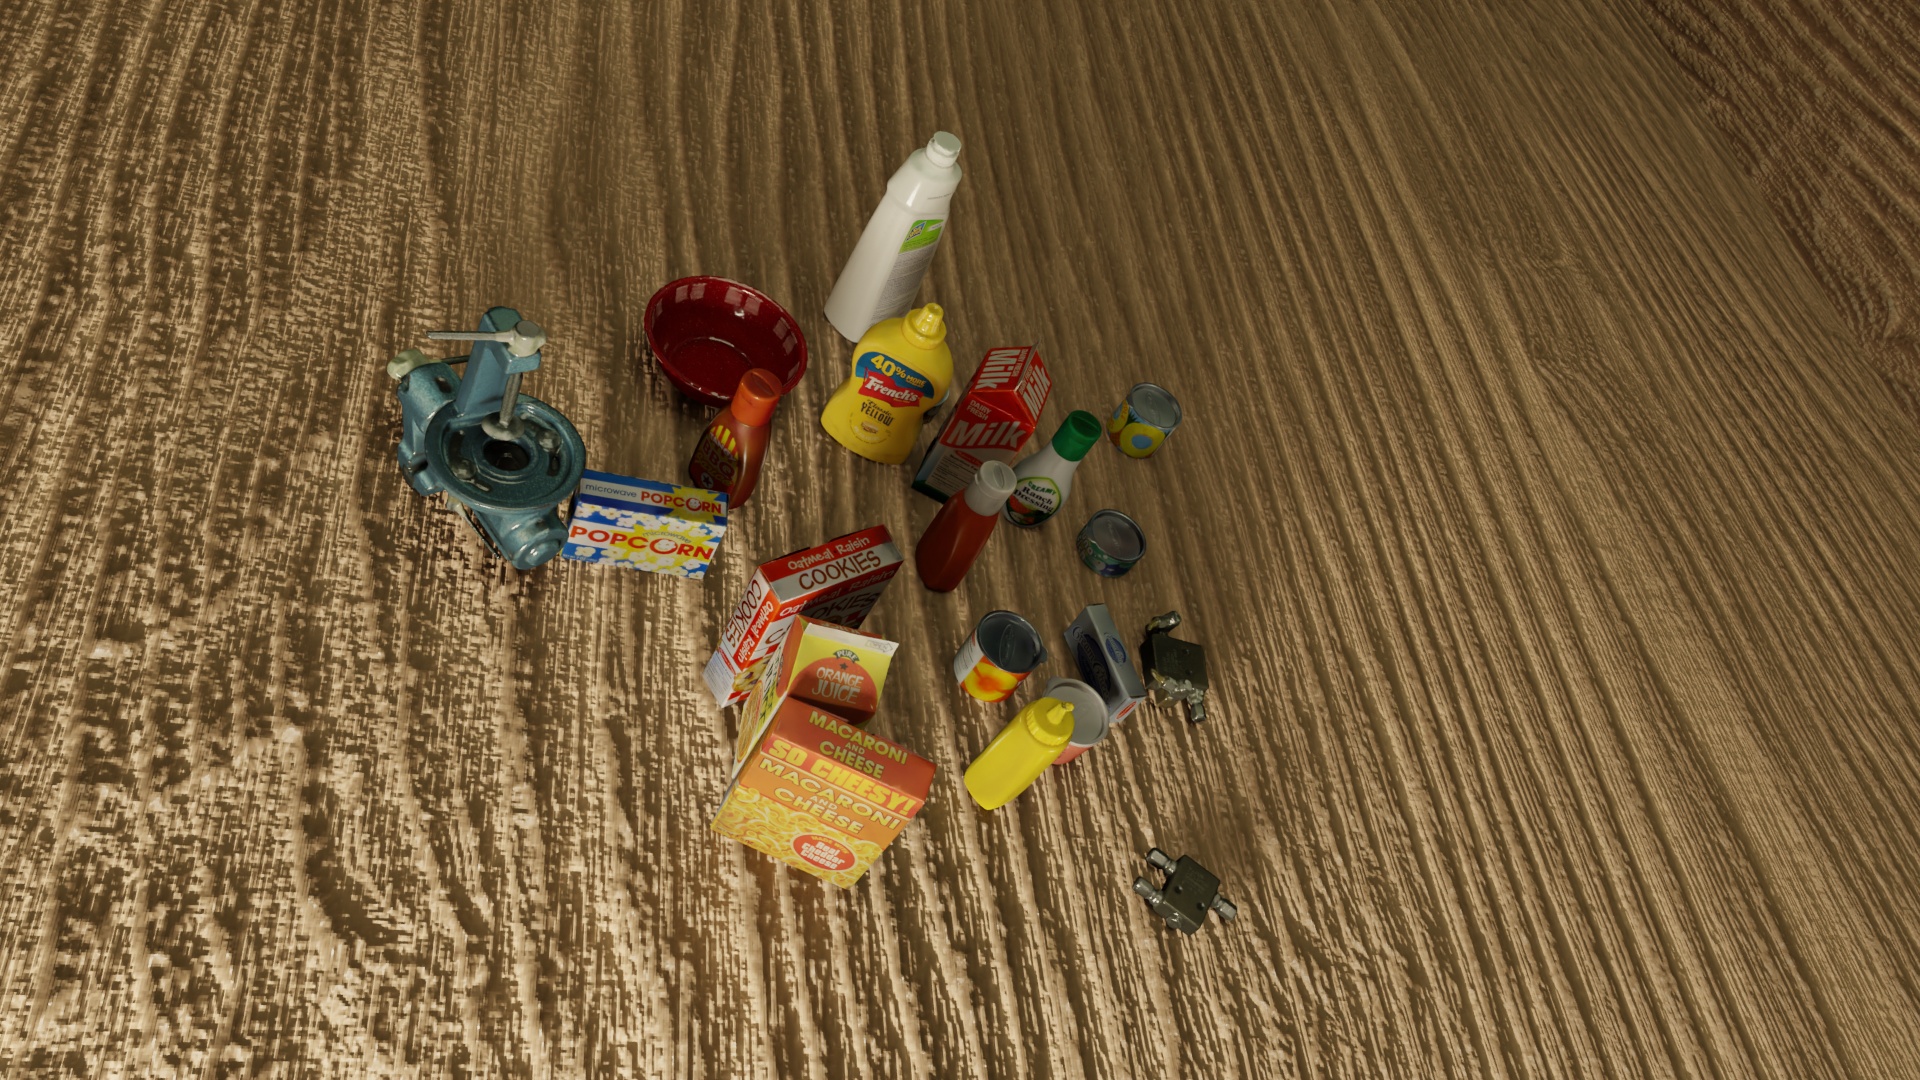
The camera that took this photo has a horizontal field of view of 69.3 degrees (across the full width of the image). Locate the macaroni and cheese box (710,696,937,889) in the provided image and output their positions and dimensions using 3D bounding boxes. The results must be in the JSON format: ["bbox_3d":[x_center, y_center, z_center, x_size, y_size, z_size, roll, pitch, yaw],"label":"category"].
[{"bbox_3d":[-0.107,0.193,1.051,0.124,0.165,0.040,26,47,-8],"label":"macaroni and cheese box"}]

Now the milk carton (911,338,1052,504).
[{"bbox_3d":[0.028,-0.114,1.347,0.073,0.189,0.073,28,47,-6],"label":"milk carton"}]

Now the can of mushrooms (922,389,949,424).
[{"bbox_3d":[-0.048,-0.153,1.444,0.071,0.033,0.071,15,50,-18],"label":"can of mushrooms"}]

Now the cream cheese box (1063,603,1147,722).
[{"bbox_3d":[0.136,0.117,1.319,0.024,0.053,0.104,-4,58,-31],"label":"cream cheese box"}]

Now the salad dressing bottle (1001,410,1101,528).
[{"bbox_3d":[0.090,-0.071,1.376,0.064,0.147,0.044,27,47,-8],"label":"salad dressing bottle"}]

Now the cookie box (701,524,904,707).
[{"bbox_3d":[-0.131,0.062,1.140,0.123,0.166,0.040,-20,67,-38],"label":"cookie box"}]

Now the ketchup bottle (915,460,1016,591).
[{"bbox_3d":[0.005,-0.016,1.287,0.043,0.148,0.065,7,53,-24],"label":"ketchup bottle"}]

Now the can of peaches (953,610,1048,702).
[{"bbox_3d":[0.036,0.108,1.269,0.071,0.057,0.071,15,50,-18],"label":"can of peaches"}]

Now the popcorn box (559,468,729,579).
[{"bbox_3d":[-0.269,-0.013,1.180,0.127,0.084,0.038,10,51,-22],"label":"popcorn box"}]

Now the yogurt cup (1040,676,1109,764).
[{"bbox_3d":[0.093,0.167,1.257,0.072,0.053,0.073,15,50,-18],"label":"yogurt cup"}]

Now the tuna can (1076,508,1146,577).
[{"bbox_3d":[0.153,0.003,1.431,0.071,0.032,0.071,15,50,-18],"label":"tuna can"}]

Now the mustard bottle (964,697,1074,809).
[{"bbox_3d":[0.058,0.170,1.162,0.065,0.159,0.049,-30,73,-41],"label":"mustard bottle"}]

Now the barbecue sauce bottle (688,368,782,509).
[{"bbox_3d":[-0.197,-0.093,1.238,0.065,0.147,0.044,47,48,11],"label":"barbecue sauce bottle"}]

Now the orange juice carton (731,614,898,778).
[{"bbox_3d":[-0.115,0.122,1.085,0.072,0.191,0.073,16,49,-17],"label":"orange juice carton"}]

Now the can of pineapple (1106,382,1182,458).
[{"bbox_3d":[0.203,-0.134,1.547,0.071,0.057,0.071,15,50,-18],"label":"can of pineapple"}]
